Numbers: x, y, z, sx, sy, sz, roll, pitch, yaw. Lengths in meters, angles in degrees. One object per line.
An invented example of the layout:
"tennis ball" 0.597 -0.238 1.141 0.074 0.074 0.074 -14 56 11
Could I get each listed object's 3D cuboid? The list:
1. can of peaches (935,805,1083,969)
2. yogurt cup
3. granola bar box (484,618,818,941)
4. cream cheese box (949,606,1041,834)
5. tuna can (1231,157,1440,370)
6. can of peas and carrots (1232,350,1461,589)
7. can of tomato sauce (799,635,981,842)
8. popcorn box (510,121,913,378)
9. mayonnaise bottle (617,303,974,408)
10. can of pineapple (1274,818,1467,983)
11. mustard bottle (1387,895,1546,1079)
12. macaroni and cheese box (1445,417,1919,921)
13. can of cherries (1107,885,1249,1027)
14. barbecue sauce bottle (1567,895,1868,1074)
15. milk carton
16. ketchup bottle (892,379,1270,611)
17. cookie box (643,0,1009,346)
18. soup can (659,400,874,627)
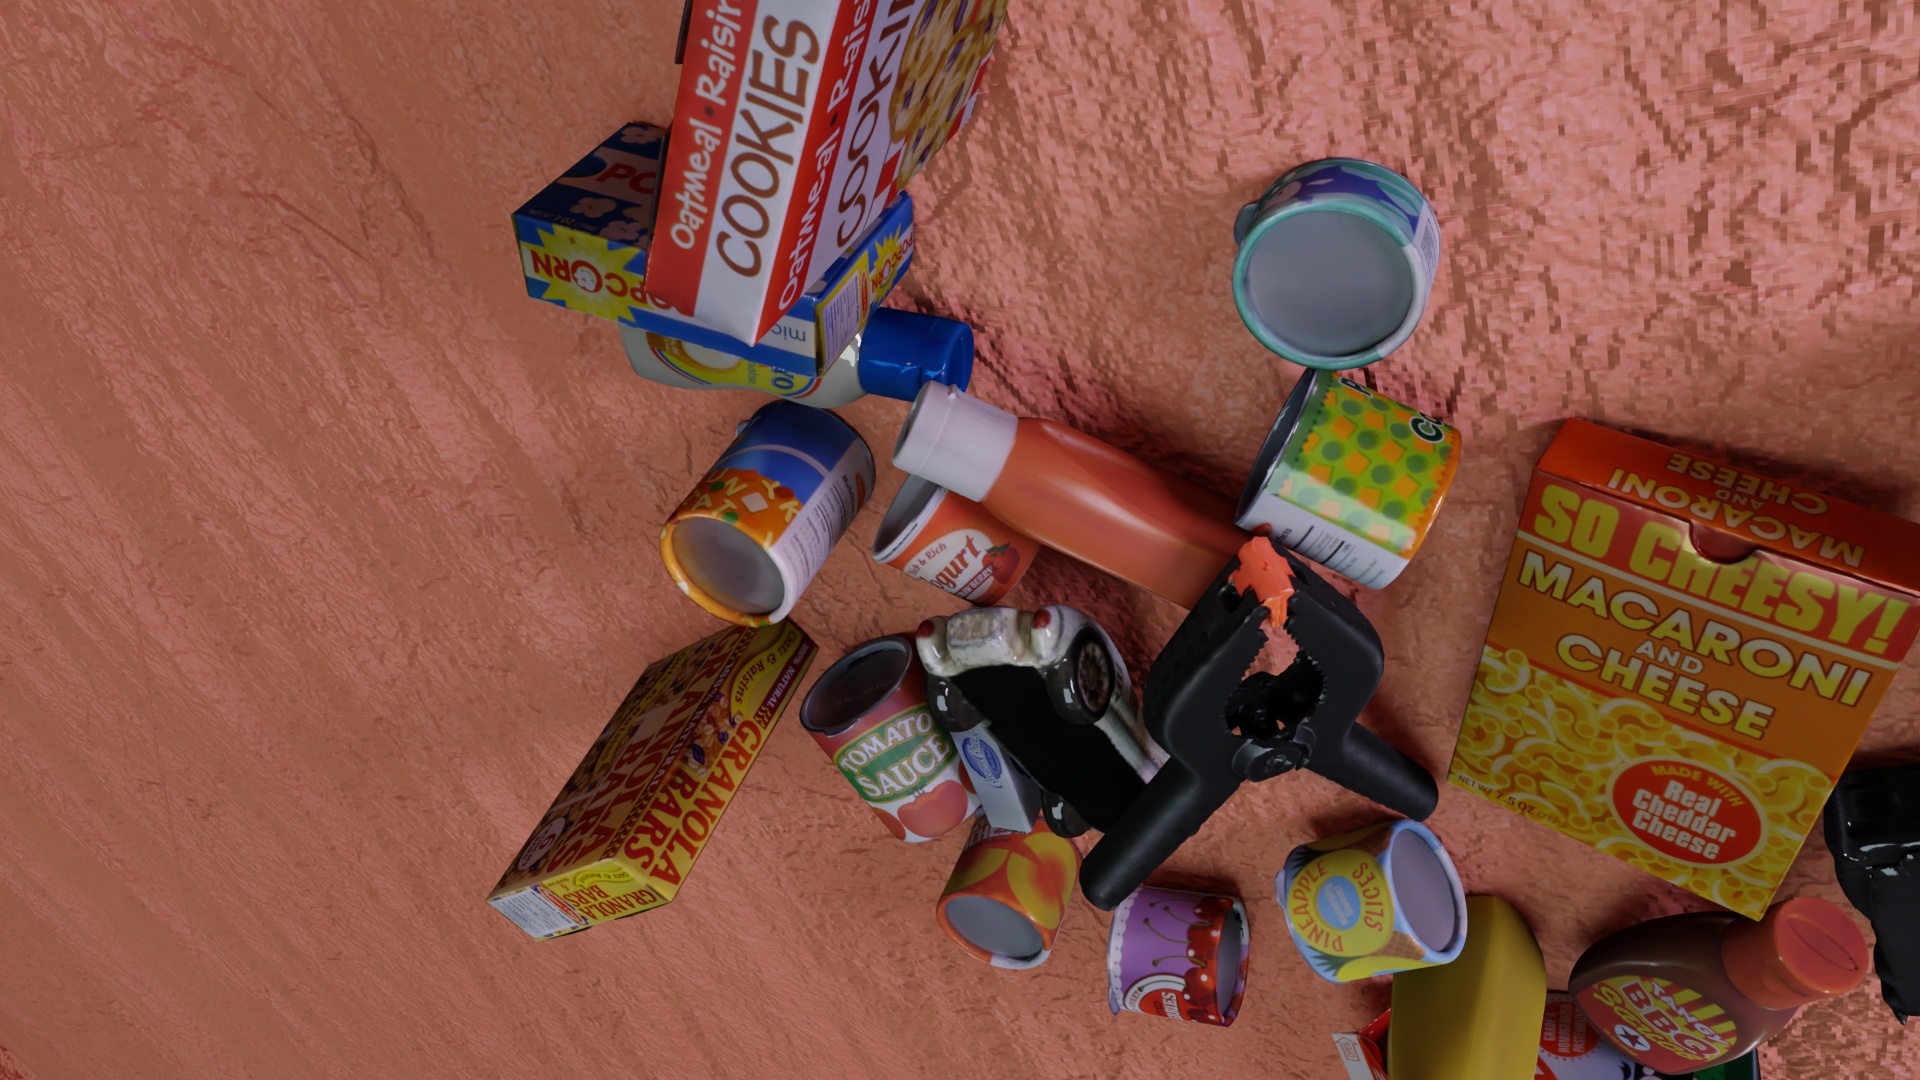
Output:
"can of peaches" 0.025 0.188 0.755 0.071 0.058 0.070 14 134 15
"yogurt cup" 0.002 -0.007 0.593 0.054 0.073 0.072 33 136 -14
"granola bar box" -0.154 0.119 0.710 0.124 0.166 0.039 -26 116 40
"cream cheese box" 0.020 0.087 0.673 0.024 0.054 0.103 0 128 30
"tuna can" 0.125 -0.094 0.475 0.071 0.033 0.070 14 133 15
"can of peas and carrots" 0.141 -0.025 0.506 0.059 0.071 0.070 26 135 4
"can of tomato sauce" -0.031 0.102 0.700 0.071 0.071 0.083 -16 120 36
"popcorn box" -0.092 -0.114 0.532 0.127 0.085 0.038 17 135 13
"mayonnaise bottle" -0.069 -0.085 0.576 0.148 0.041 0.064 13 133 16
"can of pineapple" 0.191 0.167 0.644 0.057 0.071 0.071 -29 111 40
"mustard bottle" 0.223 0.237 0.623 0.049 0.161 0.065 43 135 -14
"macaroni and cheese box" 0.258 0.050 0.508 0.124 0.040 0.165 23 137 28
"can of cherries" 0.114 0.219 0.726 0.058 0.072 0.071 1 128 26
"barbecue sauce bottle" 0.315 0.183 0.580 0.065 0.044 0.147 40 156 16
"milk carton" 0.286 0.273 0.684 0.190 0.074 0.072 -5 125 31
"ketchup bottle" 0.048 -0.017 0.542 0.149 0.065 0.043 24 115 -9
"cookie box" -0.028 -0.151 0.407 0.040 0.168 0.122 28 135 4
"soup can" -0.088 -0.013 0.619 0.071 0.084 0.071 15 133 16
